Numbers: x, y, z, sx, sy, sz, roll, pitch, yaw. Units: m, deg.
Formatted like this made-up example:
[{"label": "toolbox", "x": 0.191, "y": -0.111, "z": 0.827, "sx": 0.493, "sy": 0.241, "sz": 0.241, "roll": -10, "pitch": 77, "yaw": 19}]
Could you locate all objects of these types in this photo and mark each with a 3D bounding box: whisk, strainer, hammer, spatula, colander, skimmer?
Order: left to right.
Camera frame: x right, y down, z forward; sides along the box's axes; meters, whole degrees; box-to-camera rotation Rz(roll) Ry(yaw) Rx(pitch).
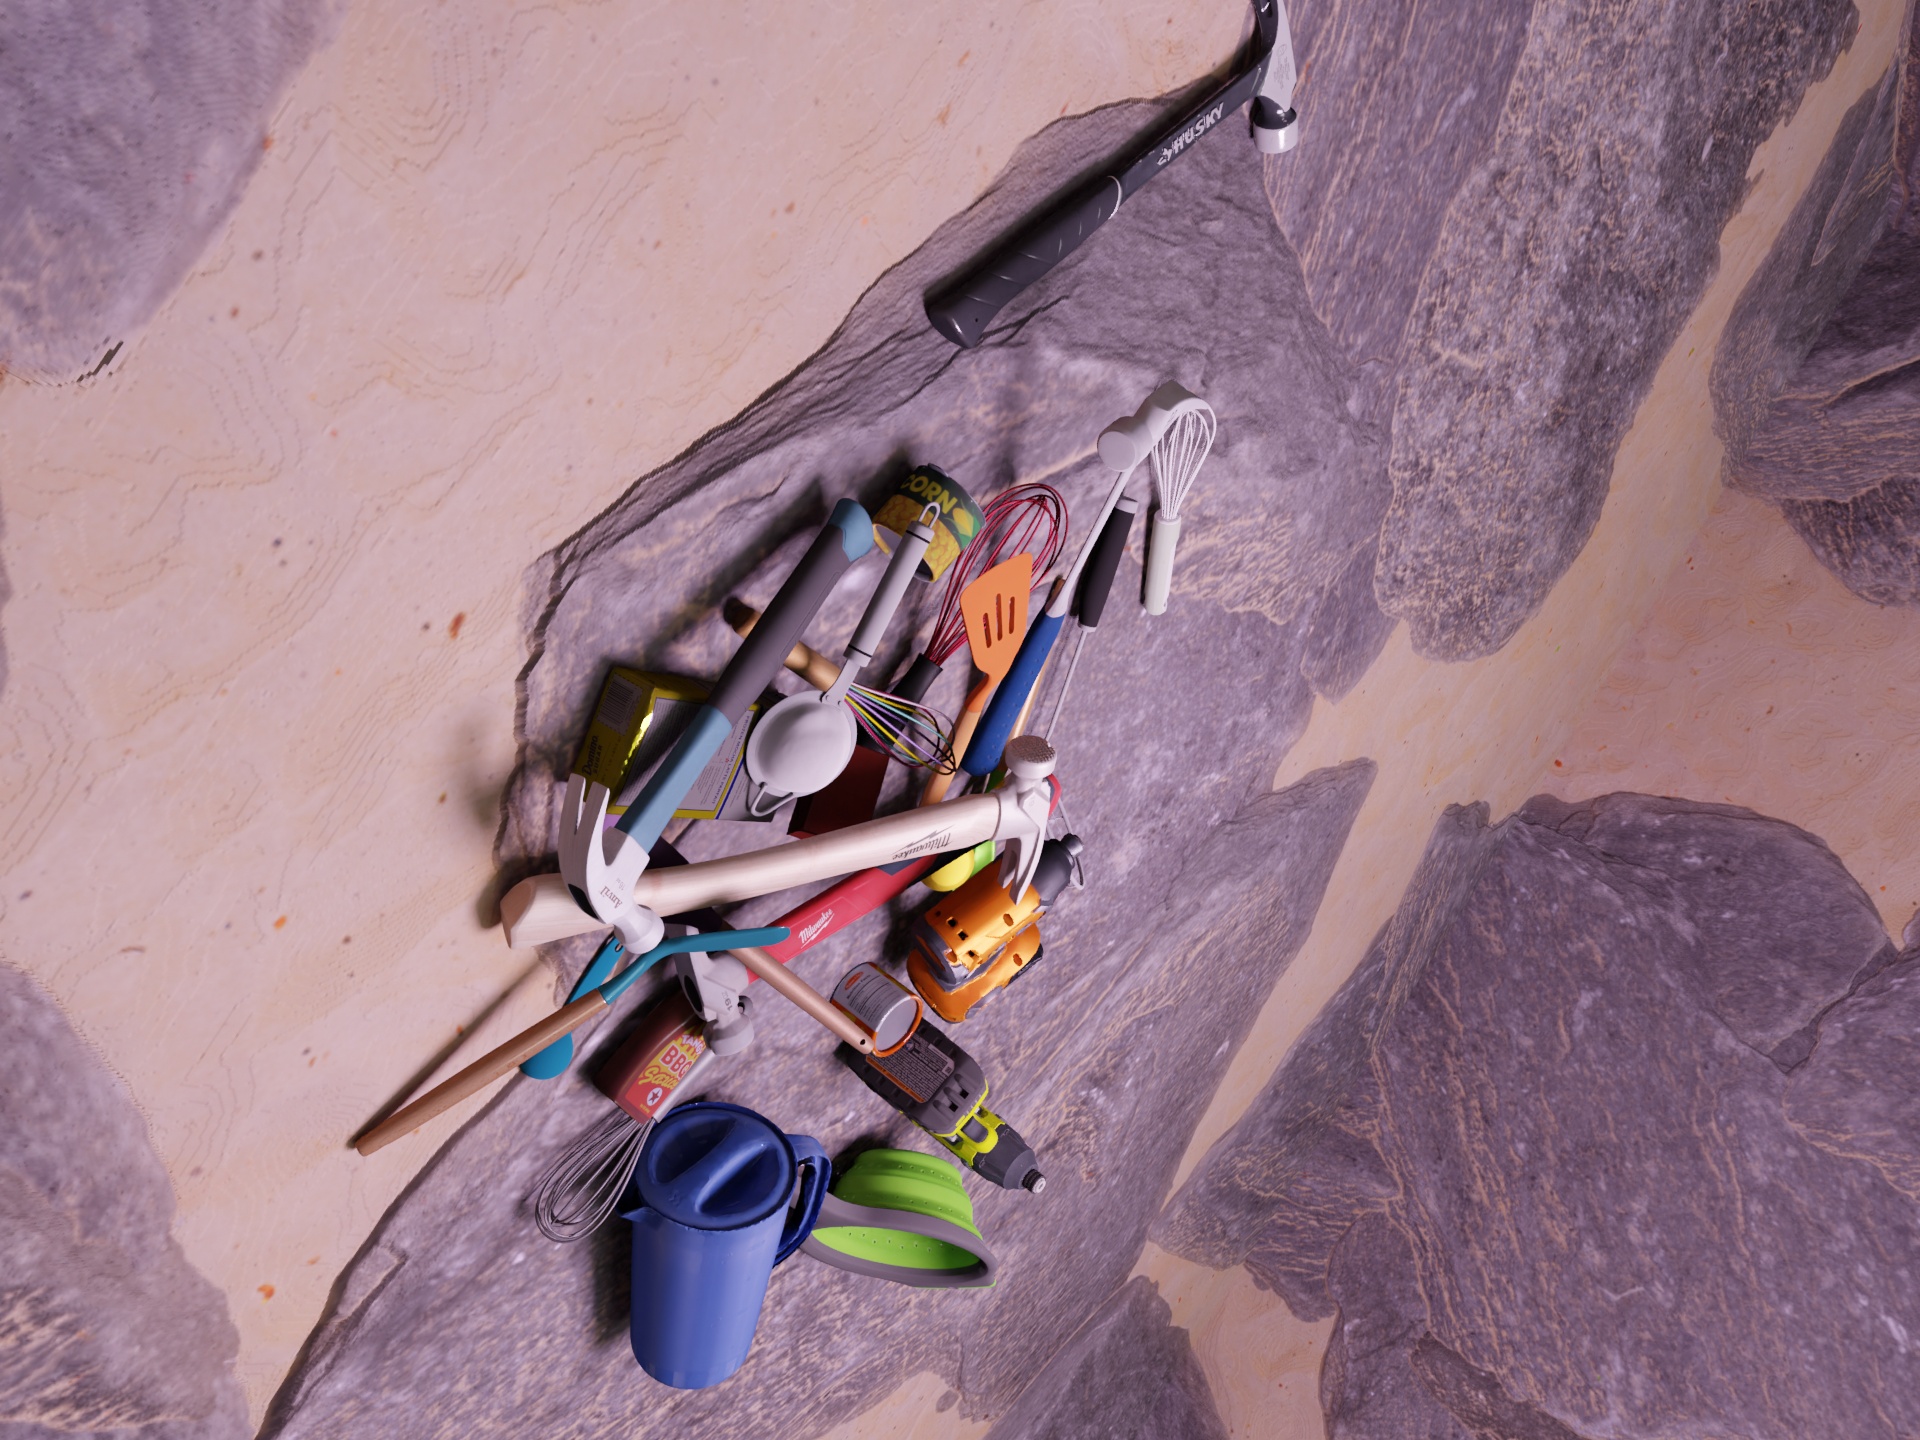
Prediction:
[{"label": "spatula", "x": -0.264, "y": 0.214, "z": 1.095, "sx": 0.317, "sy": 0.044, "sz": 0.082, "roll": -31, "pitch": 172, "yaw": -14}, {"label": "whisk", "x": -0.245, "y": 0.313, "z": 1.265, "sx": 0.239, "sy": 0.055, "sz": 0.055, "roll": -49, "pitch": 147, "yaw": -22}, {"label": "hammer", "x": -0.153, "y": -0.012, "z": 1.053, "sx": 0.331, "sy": 0.033, "sz": 0.128, "roll": -58, "pitch": 146, "yaw": -22}, {"label": "spatula", "x": -0.166, "y": 0.168, "z": 1.176, "sx": 0.060, "sy": 0.018, "sz": 0.315, "roll": -52, "pitch": 125, "yaw": -11}, {"label": "hammer", "x": -0.120, "y": 0.110, "z": 1.146, "sx": 0.410, "sy": 0.038, "sz": 0.146, "roll": -11, "pitch": 129, "yaw": -26}, {"label": "whisk", "x": -0.081, "y": -0.021, "z": 1.180, "sx": 0.244, "sy": 0.051, "sz": 0.047, "roll": 35, "pitch": 63, "yaw": -42}, {"label": "strainer", "x": -0.076, "y": -0.038, "z": 1.120, "sx": 0.086, "sy": 0.050, "sz": 0.258, "roll": 24, "pitch": 94, "yaw": -41}, {"label": "colander", "x": -0.101, "y": 0.444, "z": 1.527, "sx": 0.396, "sy": 0.204, "sz": 0.095, "roll": 45, "pitch": 43, "yaw": -42}, {"label": "hammer", "x": -0.065, "y": 0.116, "z": 1.294, "sx": 0.386, "sy": 0.038, "sz": 0.143, "roll": -28, "pitch": 115, "yaw": -35}, {"label": "whisk", "x": -0.012, "y": -0.063, "z": 1.264, "sx": 0.296, "sy": 0.073, "sz": 0.073, "roll": -55, "pitch": 148, "yaw": 2}, {"label": "spatula", "x": -0.002, "y": -0.004, "z": 1.283, "sx": 0.081, "sy": 0.041, "sz": 0.322, "roll": -34, "pitch": 159, "yaw": -36}, {"label": "hammer", "x": 0.084, "y": -0.100, "z": 1.271, "sx": 0.144, "sy": 0.035, "sz": 0.405, "roll": -45, "pitch": 166, "yaw": -45}, {"label": "skimmer", "x": 0.125, "y": -0.022, "z": 1.456, "sx": 0.127, "sy": 0.090, "sz": 0.363, "roll": -71, "pitch": 178, "yaw": -73}, {"label": "hammer", "x": 0.123, "y": -0.404, "z": 1.185, "sx": 0.409, "sy": 0.036, "sz": 0.149, "roll": -44, "pitch": 144, "yaw": -23}, {"label": "whisk", "x": 0.191, "y": -0.192, "z": 1.449, "sx": 0.246, "sy": 0.059, "sz": 0.058, "roll": 92, "pitch": 14, "yaw": -45}]

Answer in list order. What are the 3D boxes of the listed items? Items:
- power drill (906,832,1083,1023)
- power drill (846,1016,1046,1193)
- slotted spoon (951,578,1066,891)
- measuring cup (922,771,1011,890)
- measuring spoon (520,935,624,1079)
[{"label": "power drill", "x": 0.031, "y": 0.177, "z": 1.384, "sx": 0.164, "sy": 0.084, "sz": 0.226, "roll": -36, "pitch": 165, "yaw": -17}, {"label": "power drill", "x": -0.008, "y": 0.372, "z": 1.530, "sx": 0.080, "sy": 0.171, "sz": 0.223, "roll": -49, "pitch": 144, "yaw": -15}, {"label": "slotted spoon", "x": 0.044, "y": 0.020, "z": 1.440, "sx": 0.070, "sy": 0.031, "sz": 0.313, "roll": -4, "pitch": 117, "yaw": -53}, {"label": "measuring cup", "x": 0.021, "y": 0.091, "z": 1.420, "sx": 0.156, "sy": 0.029, "sz": 0.062, "roll": -44, "pitch": 119, "yaw": -1}, {"label": "measuring spoon", "x": -0.273, "y": 0.210, "z": 1.159, "sx": 0.128, "sy": 0.021, "sz": 0.042, "roll": -56, "pitch": 148, "yaw": -2}]
